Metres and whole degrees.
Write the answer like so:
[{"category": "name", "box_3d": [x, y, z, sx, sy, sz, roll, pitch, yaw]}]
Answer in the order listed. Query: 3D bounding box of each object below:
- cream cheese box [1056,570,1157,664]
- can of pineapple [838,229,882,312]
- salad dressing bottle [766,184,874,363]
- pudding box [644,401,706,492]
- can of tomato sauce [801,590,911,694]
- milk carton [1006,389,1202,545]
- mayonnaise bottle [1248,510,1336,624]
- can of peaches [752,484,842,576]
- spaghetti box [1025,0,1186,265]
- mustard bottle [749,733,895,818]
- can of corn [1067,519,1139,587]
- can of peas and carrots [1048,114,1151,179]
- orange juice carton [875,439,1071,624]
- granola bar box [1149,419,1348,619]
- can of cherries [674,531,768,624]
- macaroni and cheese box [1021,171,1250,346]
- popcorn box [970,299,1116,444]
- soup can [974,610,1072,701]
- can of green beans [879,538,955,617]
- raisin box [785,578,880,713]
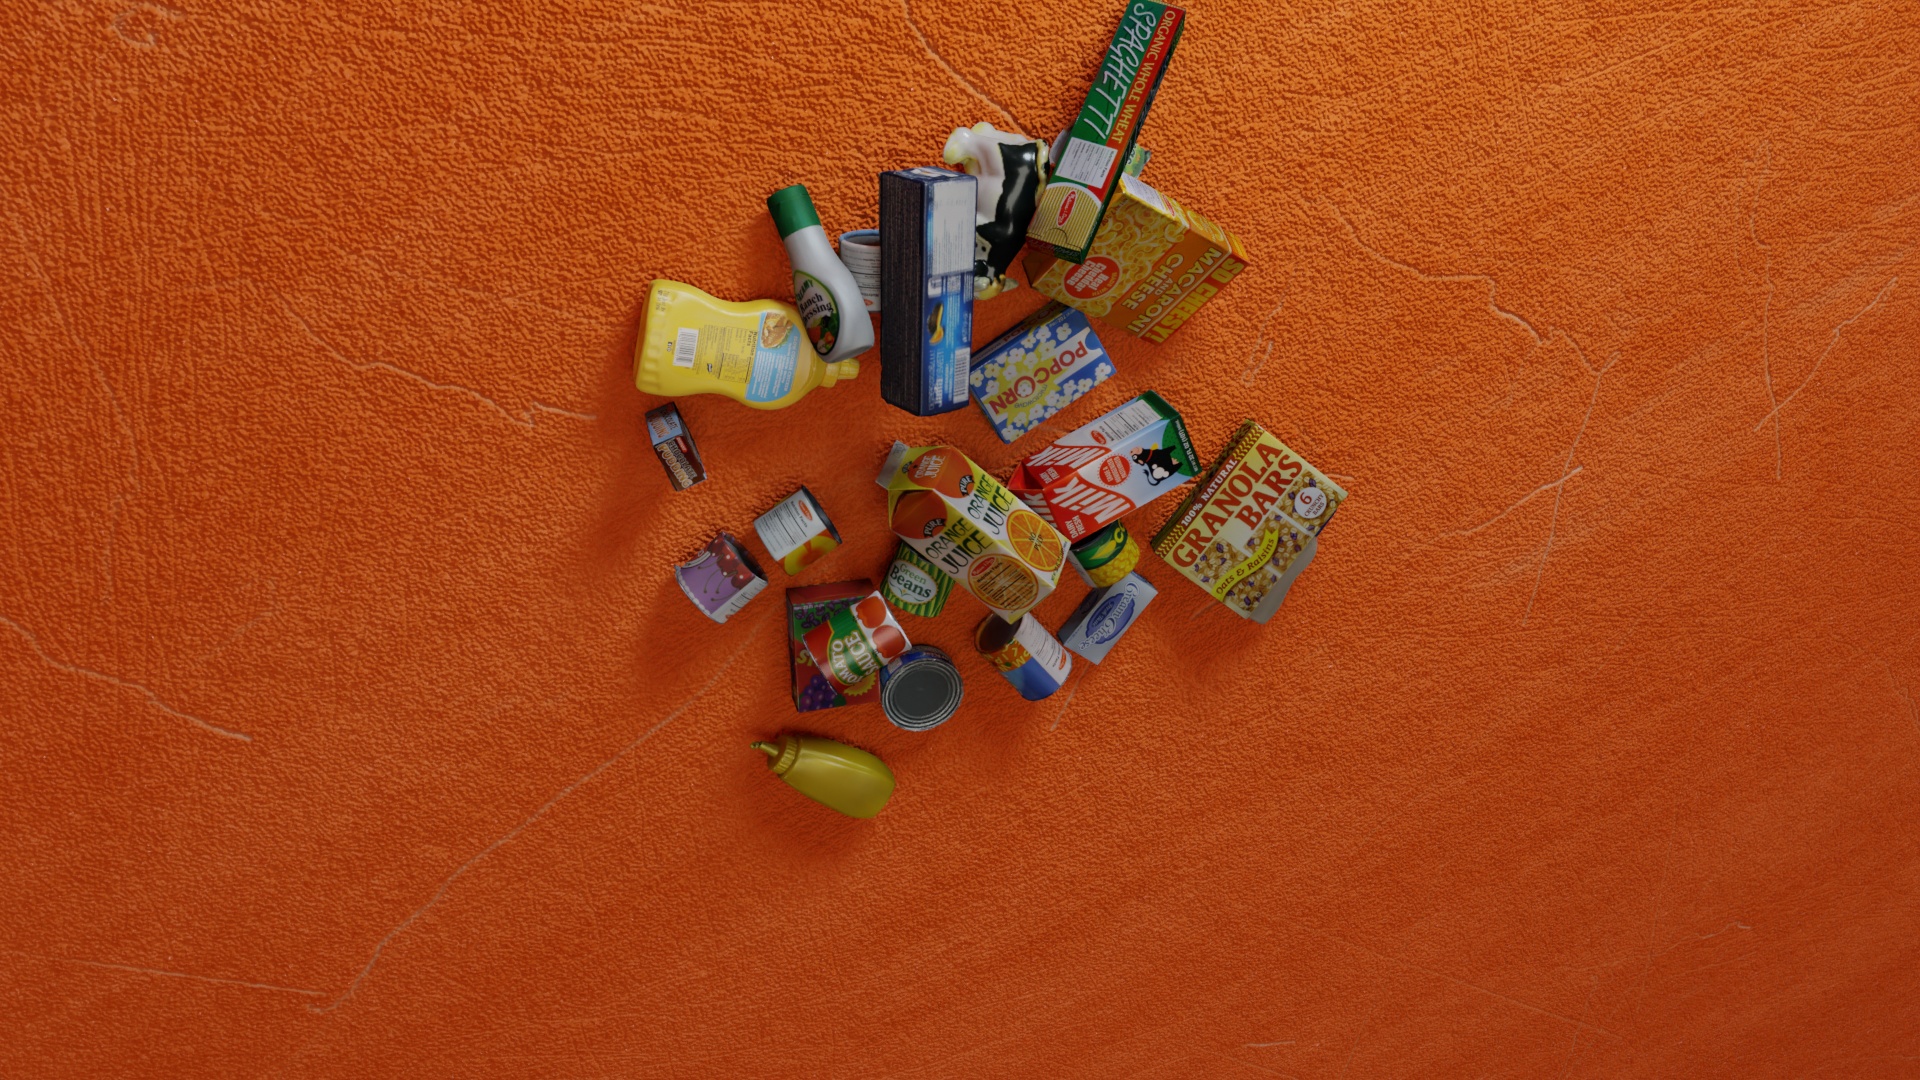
[{"category": "cream cheese box", "box_3d": [0.153, 0.076, 1.451, 0.053, 0.024, 0.103, 32, 103, -29]}, {"category": "can of pineapple", "box_3d": [-0.072, -0.235, 1.205, 0.071, 0.071, 0.057, -5, 117, -15]}, {"category": "salad dressing bottle", "box_3d": [-0.120, -0.225, 1.172, 0.044, 0.064, 0.147, -22, 90, -39]}, {"category": "pudding box", "box_3d": [-0.249, -0.082, 1.210, 0.030, 0.084, 0.049, -25, 120, -5]}, {"category": "can of tomato sauce", "box_3d": [-0.097, 0.097, 1.308, 0.083, 0.071, 0.071, -31, 120, -2]}, {"category": "milk carton", "box_3d": [0.128, -0.062, 1.347, 0.191, 0.074, 0.072, -28, 121, -3]}, {"category": "mayonnaise bottle", "box_3d": [0.340, 0.015, 1.473, 0.065, 0.041, 0.148, 30, 102, -24]}, {"category": "can of peaches", "box_3d": [-0.151, -0.008, 1.290, 0.058, 0.071, 0.071, -34, 120, 0]}, {"category": "spaghetti box", "box_3d": [0.123, -0.345, 1.156, 0.050, 0.028, 0.250, 20, 74, 12]}, {"category": "mustard bottle", "box_3d": [-0.145, 0.231, 1.417, 0.160, 0.049, 0.065, 29, 103, -27]}, {"category": "can of corn", "box_3d": [0.139, 0.004, 1.386, 0.071, 0.071, 0.058, -36, 121, 2]}, {"category": "can of peas and carrots", "box_3d": [0.121, -0.336, 1.214, 0.058, 0.071, 0.071, 35, 101, -28]}, {"category": "orange juice carton", "box_3d": [0.005, -0.016, 1.302, 0.192, 0.072, 0.072, 39, 129, -12]}, {"category": "granola bar box", "box_3d": [0.293, -0.022, 1.420, 0.124, 0.039, 0.165, 35, 101, -9]}, {"category": "can of cherries", "box_3d": [-0.222, 0.032, 1.286, 0.058, 0.072, 0.071, -41, 120, 5]}, {"category": "macaroni and cheese box", "box_3d": [0.158, -0.250, 1.242, 0.166, 0.040, 0.123, 17, 135, -37]}, {"category": "popcorn box", "box_3d": [0.070, -0.160, 1.301, 0.127, 0.038, 0.085, -34, 119, 1]}, {"category": "soup can", "box_3d": [0.061, 0.114, 1.418, 0.071, 0.071, 0.083, -41, 119, 5]}, {"category": "can of green beans", "box_3d": [-0.038, 0.034, 1.345, 0.071, 0.071, 0.057, 18, 109, -24]}, {"category": "raisin box", "box_3d": [-0.125, 0.104, 1.367, 0.086, 0.040, 0.122, -8, 116, -15]}]
